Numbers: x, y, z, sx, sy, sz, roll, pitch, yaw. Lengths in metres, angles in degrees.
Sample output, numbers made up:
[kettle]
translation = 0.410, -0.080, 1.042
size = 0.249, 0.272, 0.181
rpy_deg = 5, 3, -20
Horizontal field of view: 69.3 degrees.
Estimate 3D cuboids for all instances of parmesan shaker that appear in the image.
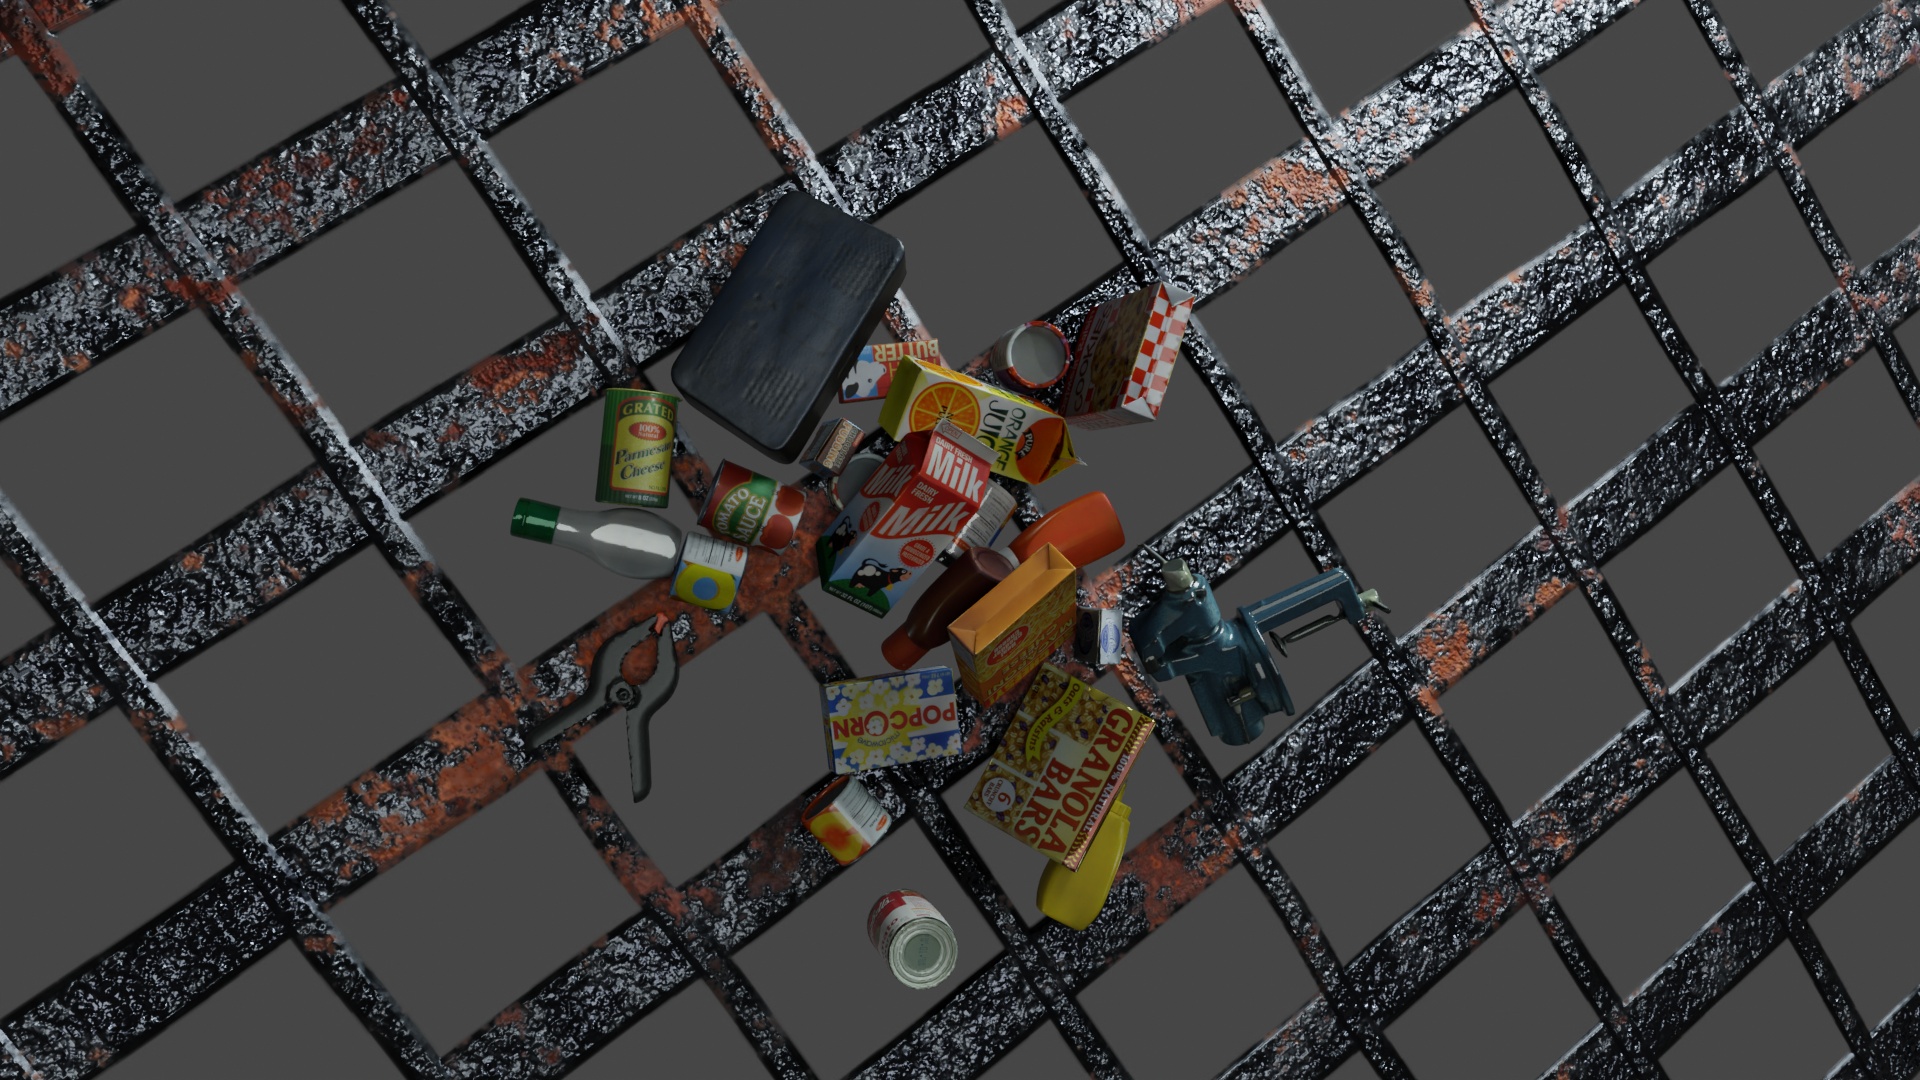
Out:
[parmesan shaker]
translation = -0.291, -0.083, 1.265
size = 0.071, 0.071, 0.103
rpy_deg = 5, 89, -14

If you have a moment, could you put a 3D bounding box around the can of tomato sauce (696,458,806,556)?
[can of tomato sauce]
translation = -0.193, -0.029, 1.287
size = 0.083, 0.071, 0.071
rpy_deg = 22, 84, -14

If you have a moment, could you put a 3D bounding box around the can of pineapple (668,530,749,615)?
[can of pineapple]
translation = -0.232, 0.031, 1.279
size = 0.058, 0.071, 0.071
rpy_deg = 17, 86, -13

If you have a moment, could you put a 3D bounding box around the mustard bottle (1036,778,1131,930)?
[mustard bottle]
translation = 0.132, 0.303, 1.379
size = 0.065, 0.049, 0.160
rpy_deg = 28, 82, -7

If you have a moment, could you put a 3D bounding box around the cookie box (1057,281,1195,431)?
[cookie box]
translation = 0.153, -0.172, 1.328
size = 0.040, 0.167, 0.123
rpy_deg = 19, 85, -17

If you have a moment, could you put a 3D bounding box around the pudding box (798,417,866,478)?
[pudding box]
translation = -0.121, -0.087, 1.299
size = 0.030, 0.083, 0.050
rpy_deg = 33, 82, -15

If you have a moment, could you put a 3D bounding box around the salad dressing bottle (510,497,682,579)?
[salad dressing bottle]
translation = -0.331, -0.005, 1.265
size = 0.148, 0.044, 0.064
rpy_deg = 14, 93, -13

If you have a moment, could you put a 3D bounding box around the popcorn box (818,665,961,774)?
[popcorn box]
translation = -0.067, 0.171, 1.334
size = 0.127, 0.038, 0.085
rpy_deg = -7, 92, -14

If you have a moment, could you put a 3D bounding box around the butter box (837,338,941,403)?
[butter box]
translation = -0.069, -0.164, 1.343
size = 0.104, 0.024, 0.053
rpy_deg = -7, 91, -14

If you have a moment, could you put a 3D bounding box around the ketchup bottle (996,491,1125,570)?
[ketchup bottle]
translation = 0.086, 0.007, 1.372
size = 0.149, 0.043, 0.064
rpy_deg = -25, 95, -13

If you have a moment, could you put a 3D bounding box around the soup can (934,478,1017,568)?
[soup can]
translation = 0.005, -0.017, 1.340
size = 0.071, 0.071, 0.084
rpy_deg = 37, 77, -12

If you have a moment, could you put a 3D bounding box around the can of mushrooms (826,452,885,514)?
[can of mushrooms]
translation = -0.092, -0.049, 1.332
size = 0.071, 0.033, 0.071
rpy_deg = 0, 89, -15

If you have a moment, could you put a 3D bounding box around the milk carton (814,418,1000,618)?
[milk carton]
translation = -0.048, -0.027, 1.272
size = 0.072, 0.074, 0.190
rpy_deg = 30, 114, -29

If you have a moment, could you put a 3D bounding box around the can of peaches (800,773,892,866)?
[can of peaches]
translation = -0.110, 0.264, 1.309
size = 0.071, 0.071, 0.058
rpy_deg = -42, 100, -11

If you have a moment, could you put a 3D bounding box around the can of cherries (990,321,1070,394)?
[can of cherries]
translation = 0.071, -0.178, 1.362
size = 0.071, 0.058, 0.071
rpy_deg = 0, 90, -14

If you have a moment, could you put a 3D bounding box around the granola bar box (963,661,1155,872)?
[granola bar box]
translation = 0.097, 0.220, 1.352
size = 0.124, 0.039, 0.166
rpy_deg = 28, 82, 12

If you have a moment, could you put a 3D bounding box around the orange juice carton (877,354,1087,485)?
[orange juice carton]
translation = 0.027, -0.109, 1.329
size = 0.193, 0.072, 0.073
rpy_deg = 17, 103, -21

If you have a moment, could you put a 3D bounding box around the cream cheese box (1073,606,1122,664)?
[cream cheese box]
translation = 0.133, 0.092, 1.353
size = 0.024, 0.103, 0.053
rpy_deg = 3, 88, -8

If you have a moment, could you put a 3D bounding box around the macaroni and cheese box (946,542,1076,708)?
[macaroni and cheese box]
translation = 0.052, 0.083, 1.303
size = 0.124, 0.166, 0.040
rpy_deg = -40, 69, -12

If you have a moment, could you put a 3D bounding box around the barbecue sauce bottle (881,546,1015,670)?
[barbecue sauce bottle]
translation = -0.015, 0.067, 1.307
size = 0.065, 0.044, 0.148
rpy_deg = 17, 129, -44
